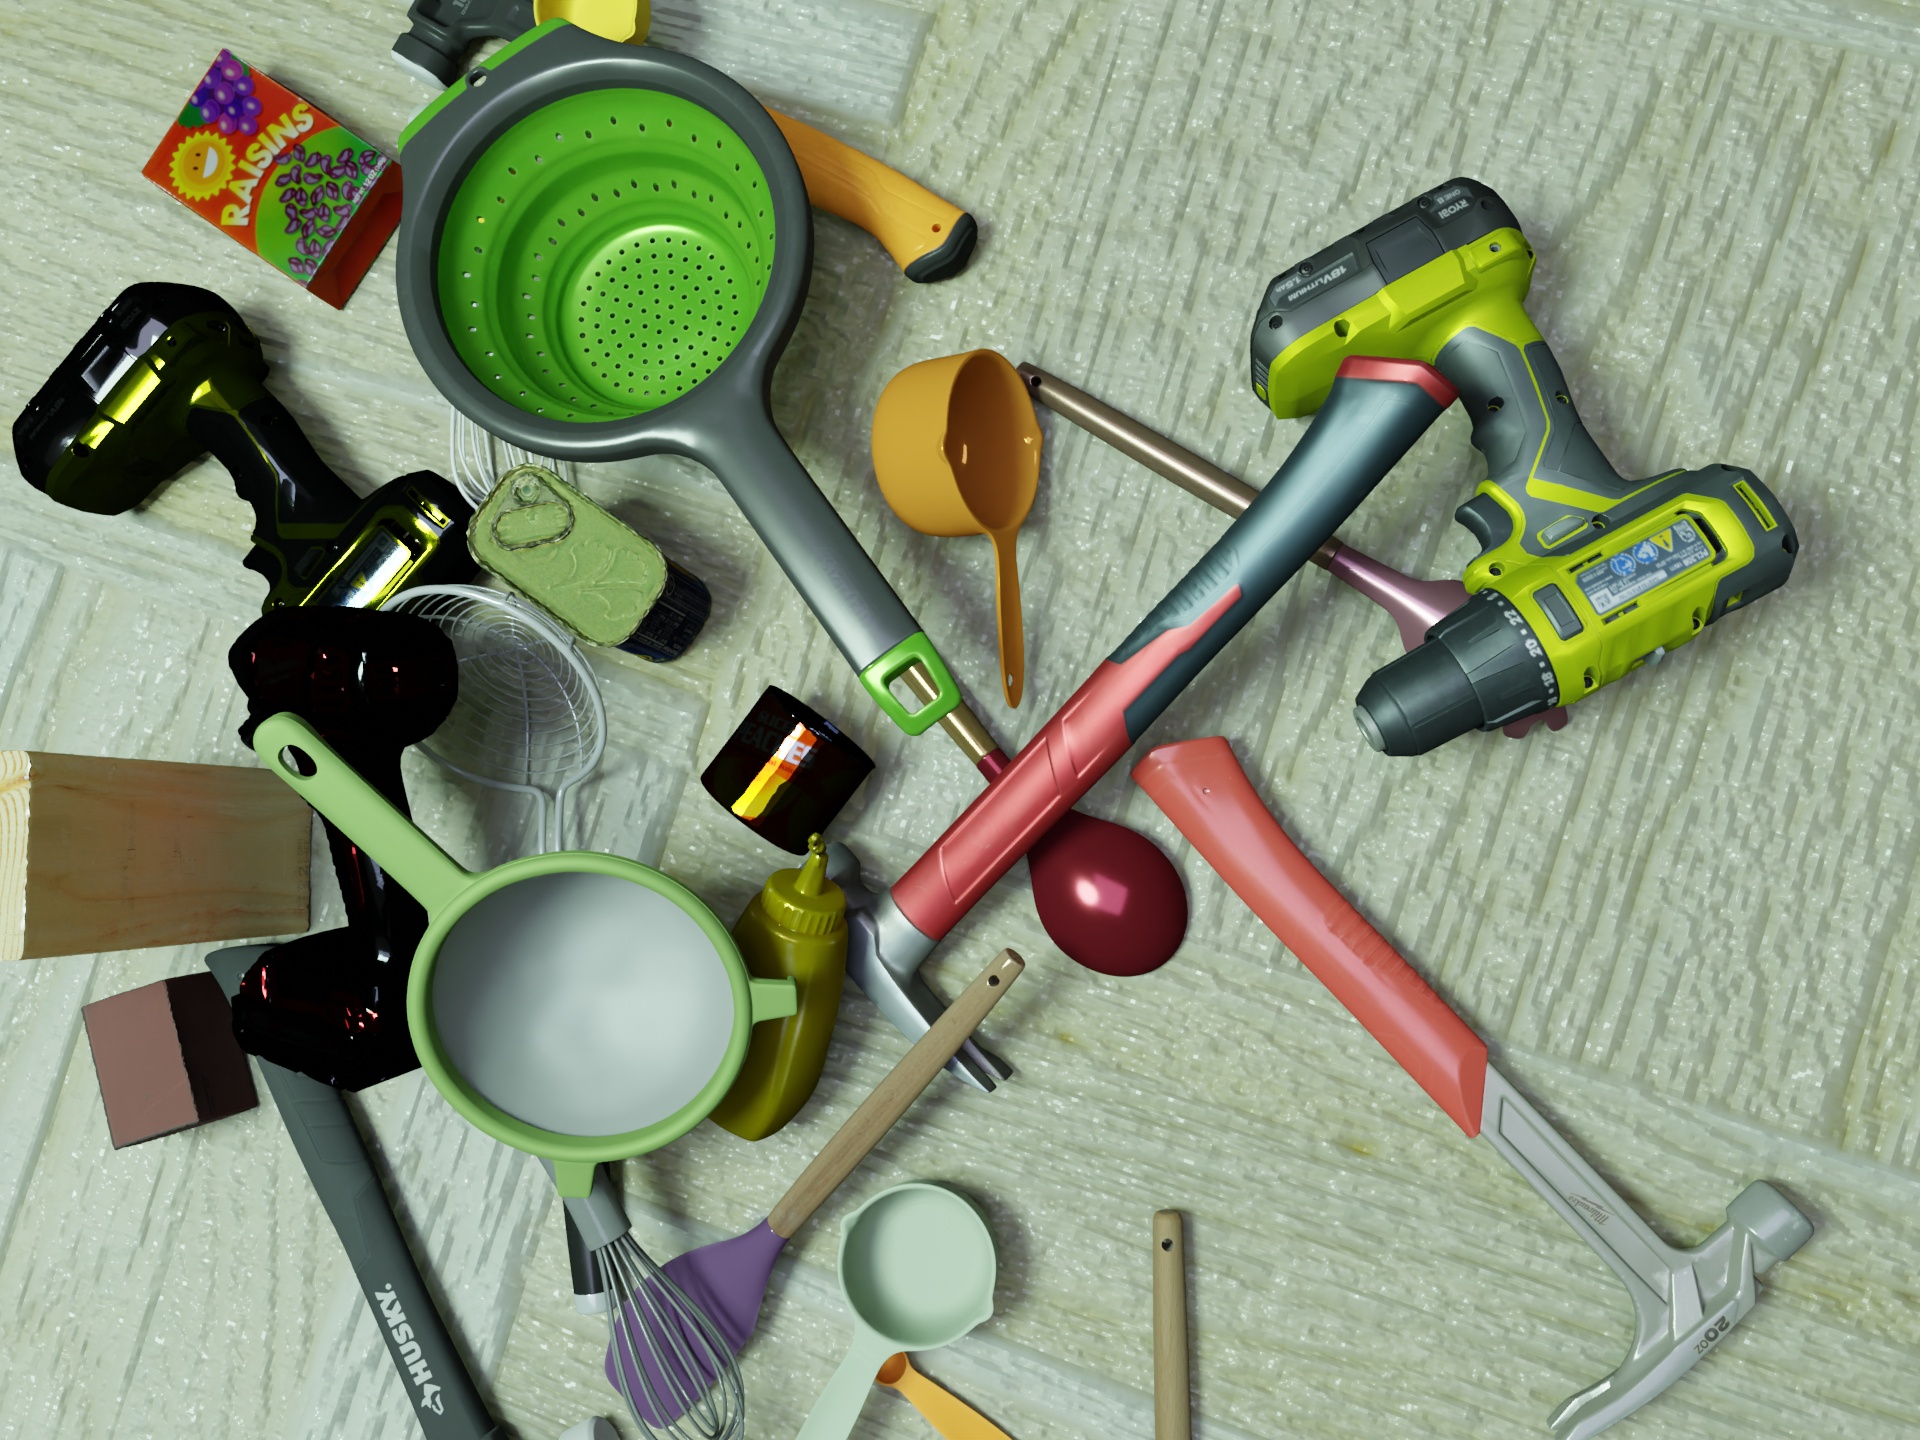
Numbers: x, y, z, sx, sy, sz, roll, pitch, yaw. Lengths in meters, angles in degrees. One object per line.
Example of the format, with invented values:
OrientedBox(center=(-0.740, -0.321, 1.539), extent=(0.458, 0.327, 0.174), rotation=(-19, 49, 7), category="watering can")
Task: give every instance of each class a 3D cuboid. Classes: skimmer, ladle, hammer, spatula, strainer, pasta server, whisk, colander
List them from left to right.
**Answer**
OrientedBox(center=(-0.309, 0.264, 0.817), extent=(0.146, 0.035, 0.335), rotation=(-30, 81, 5), category="hammer")
OrientedBox(center=(-0.258, -0.217, 0.844), extent=(0.059, 0.058, 0.246), rotation=(-10, 79, -28), category="whisk")
OrientedBox(center=(-0.204, 0.083, 0.715), extent=(0.151, 0.069, 0.256), rotation=(-42, 103, 10), category="strainer")
OrientedBox(center=(-0.218, 0.115, 0.784), extent=(0.127, 0.090, 0.363), rotation=(-9, 85, 24), category="skimmer")
OrientedBox(center=(-0.169, 0.245, 0.758), extent=(0.055, 0.055, 0.239), rotation=(-27, 89, 7), category="whisk")
OrientedBox(center=(-0.135, -0.328, 0.835), extent=(0.337, 0.034, 0.127), rotation=(31, 92, 10), category="hammer")
OrientedBox(center=(-0.119, -0.153, 0.778), extent=(0.204, 0.094, 0.397), rotation=(-36, 79, 2), category="colander")
OrientedBox(center=(-0.073, 0.224, 0.764), extent=(0.060, 0.018, 0.316), rotation=(43, 105, 10), category="spatula")
OrientedBox(center=(-0.001, -0.003, 0.791), extent=(0.069, 0.031, 0.315), rotation=(-40, 79, 5), category="ladle")
OrientedBox(center=(0.083, 0.001, 0.714), extent=(0.143, 0.038, 0.386), rotation=(47, 111, 11), category="hammer")
OrientedBox(center=(0.158, -0.091, 0.772), extent=(0.316, 0.040, 0.060), rotation=(33, 92, 14), category="pasta server")
OrientedBox(center=(0.207, 0.151, 0.738), extent=(0.149, 0.036, 0.359), rotation=(-44, 81, 4), category="hammer")

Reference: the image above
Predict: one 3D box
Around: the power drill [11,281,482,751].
OrientedBox(center=(-0.376, -0.106, 0.838), extent=(0.223, 0.080, 0.171), rotation=(42, 93, 7), category="power drill")

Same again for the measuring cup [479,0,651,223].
OrientedBox(center=(-0.210, -0.320, 0.823), extent=(0.062, 0.029, 0.156), rotation=(33, 105, 8), category="measuring cup")

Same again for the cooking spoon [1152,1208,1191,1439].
OrientedBox(center=(0.101, 0.392, 0.746), extent=(0.069, 0.017, 0.319), rotation=(-2, 86, 9), category="cooking spoon")

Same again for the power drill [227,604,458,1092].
OrientedBox(center=(-0.299, 0.053, 0.765), extent=(0.143, 0.078, 0.219), rotation=(7, 102, 36), category="power drill")

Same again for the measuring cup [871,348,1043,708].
OrientedBox(center=(0.000, -0.091, 0.777), extent=(0.052, 0.095, 0.173), rotation=(1, 103, 32), category="measuring cup")

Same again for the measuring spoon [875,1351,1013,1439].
OrientedBox(center=(0.003, 0.344, 0.772), extent=(0.117, 0.011, 0.021), rotation=(38, 80, 7), category="measuring spoon")

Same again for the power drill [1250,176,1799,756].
OrientedBox(center=(0.224, -0.109, 0.712), extent=(0.190, 0.080, 0.229), rotation=(-28, 72, 3), category="power drill")

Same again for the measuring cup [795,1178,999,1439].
OrientedBox(center=(-0.040, 0.299, 0.764), extent=(0.083, 0.038, 0.167), rotation=(29, 89, 11), category="measuring cup")
